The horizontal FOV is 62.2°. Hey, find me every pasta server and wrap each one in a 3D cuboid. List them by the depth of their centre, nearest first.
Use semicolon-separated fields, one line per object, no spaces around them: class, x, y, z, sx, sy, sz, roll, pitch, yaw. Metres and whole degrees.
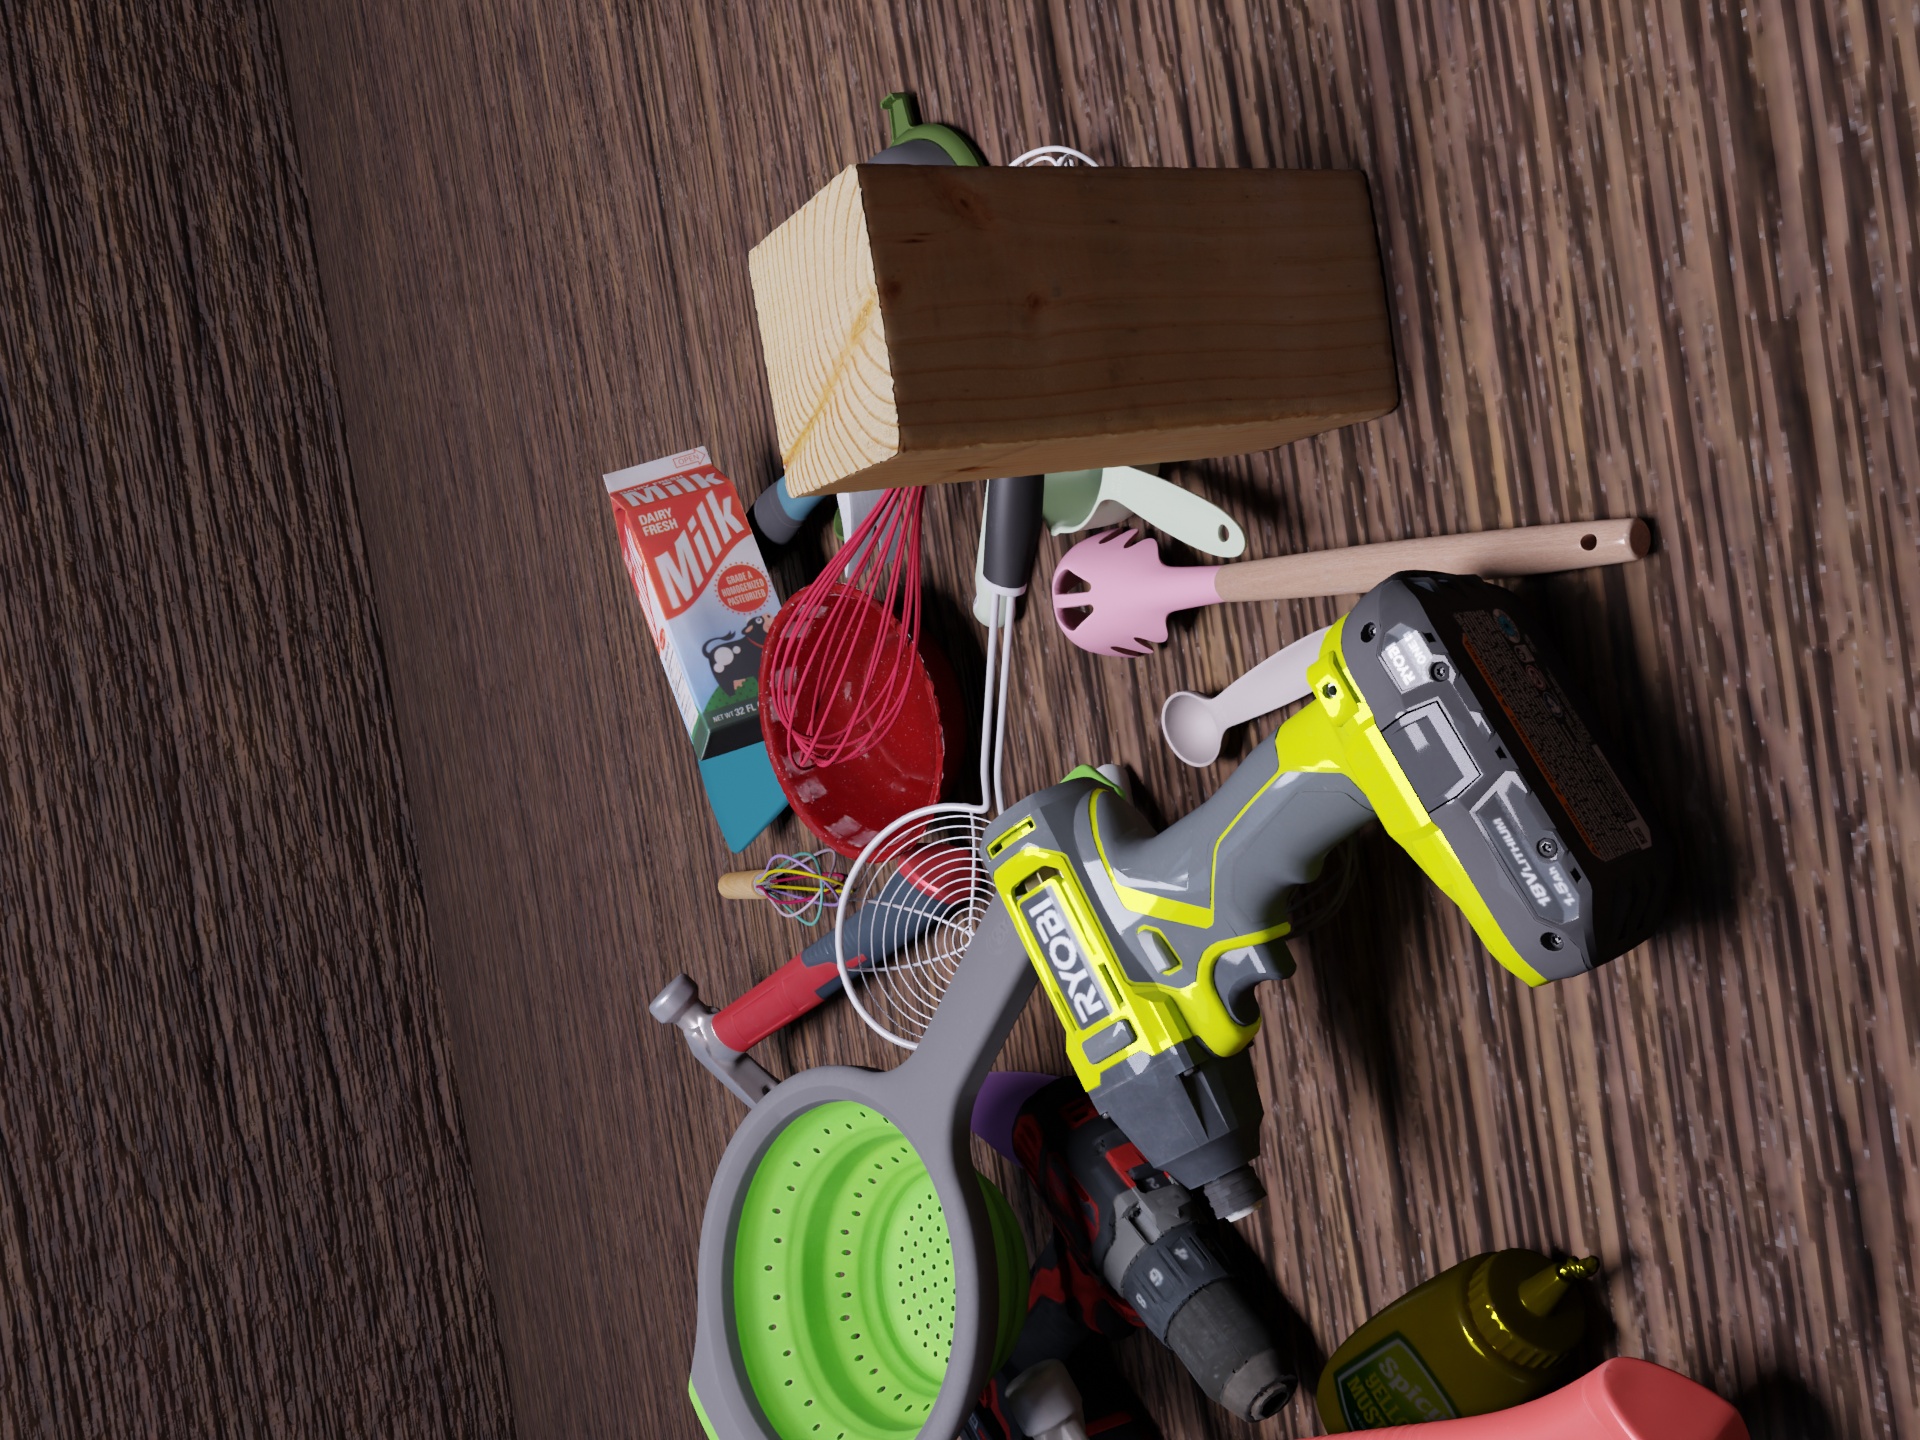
pasta server;0.129;-0.057;0.625;0.316;0.040;0.060;0;99;57

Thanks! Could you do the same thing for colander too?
colander;0.002;0.204;0.765;0.205;0.094;0.397;39;108;44

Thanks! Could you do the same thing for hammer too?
hammer;0.143;0.297;0.599;0.149;0.036;0.359;59;142;9
hammer;-0.103;-0.132;0.954;0.128;0.033;0.331;68;162;-2
hammer;-0.083;0.177;1.046;0.143;0.038;0.386;45;141;-4

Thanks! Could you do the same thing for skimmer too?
skimmer;-0.001;-0.002;0.752;0.127;0.090;0.363;28;131;32

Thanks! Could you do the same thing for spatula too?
spatula;-0.020;0.238;0.973;0.316;0.018;0.060;-12;90;55
spatula;-0.099;-0.006;1.038;0.317;0.044;0.082;-46;62;55

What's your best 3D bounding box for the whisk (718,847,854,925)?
whisk;-0.132;0.120;1.147;0.245;0.047;0.051;-16;87;66

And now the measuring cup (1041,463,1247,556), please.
measuring cup;0.081;-0.105;0.678;0.168;0.038;0.083;41;136;50

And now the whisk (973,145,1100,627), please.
whisk;0.031;-0.149;0.758;0.058;0.059;0.246;-76;-5;-54

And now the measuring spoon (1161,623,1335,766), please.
measuring spoon;0.128;-0.014;0.656;0.124;0.018;0.034;-34;80;52

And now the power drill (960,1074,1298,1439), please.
power drill;0.077;0.315;0.789;0.188;0.080;0.226;46;134;46

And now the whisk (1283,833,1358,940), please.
whisk;0.111;0.102;0.690;0.055;0.055;0.238;64;152;27

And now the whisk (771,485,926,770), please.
whisk;-0.030;-0.103;0.788;0.073;0.073;0.295;44;120;48

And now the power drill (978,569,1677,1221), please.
power drill;0.119;0.065;0.555;0.223;0.080;0.171;-40;69;39

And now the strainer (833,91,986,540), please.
strainer;-0.055;-0.197;0.866;0.152;0.069;0.256;59;144;34
